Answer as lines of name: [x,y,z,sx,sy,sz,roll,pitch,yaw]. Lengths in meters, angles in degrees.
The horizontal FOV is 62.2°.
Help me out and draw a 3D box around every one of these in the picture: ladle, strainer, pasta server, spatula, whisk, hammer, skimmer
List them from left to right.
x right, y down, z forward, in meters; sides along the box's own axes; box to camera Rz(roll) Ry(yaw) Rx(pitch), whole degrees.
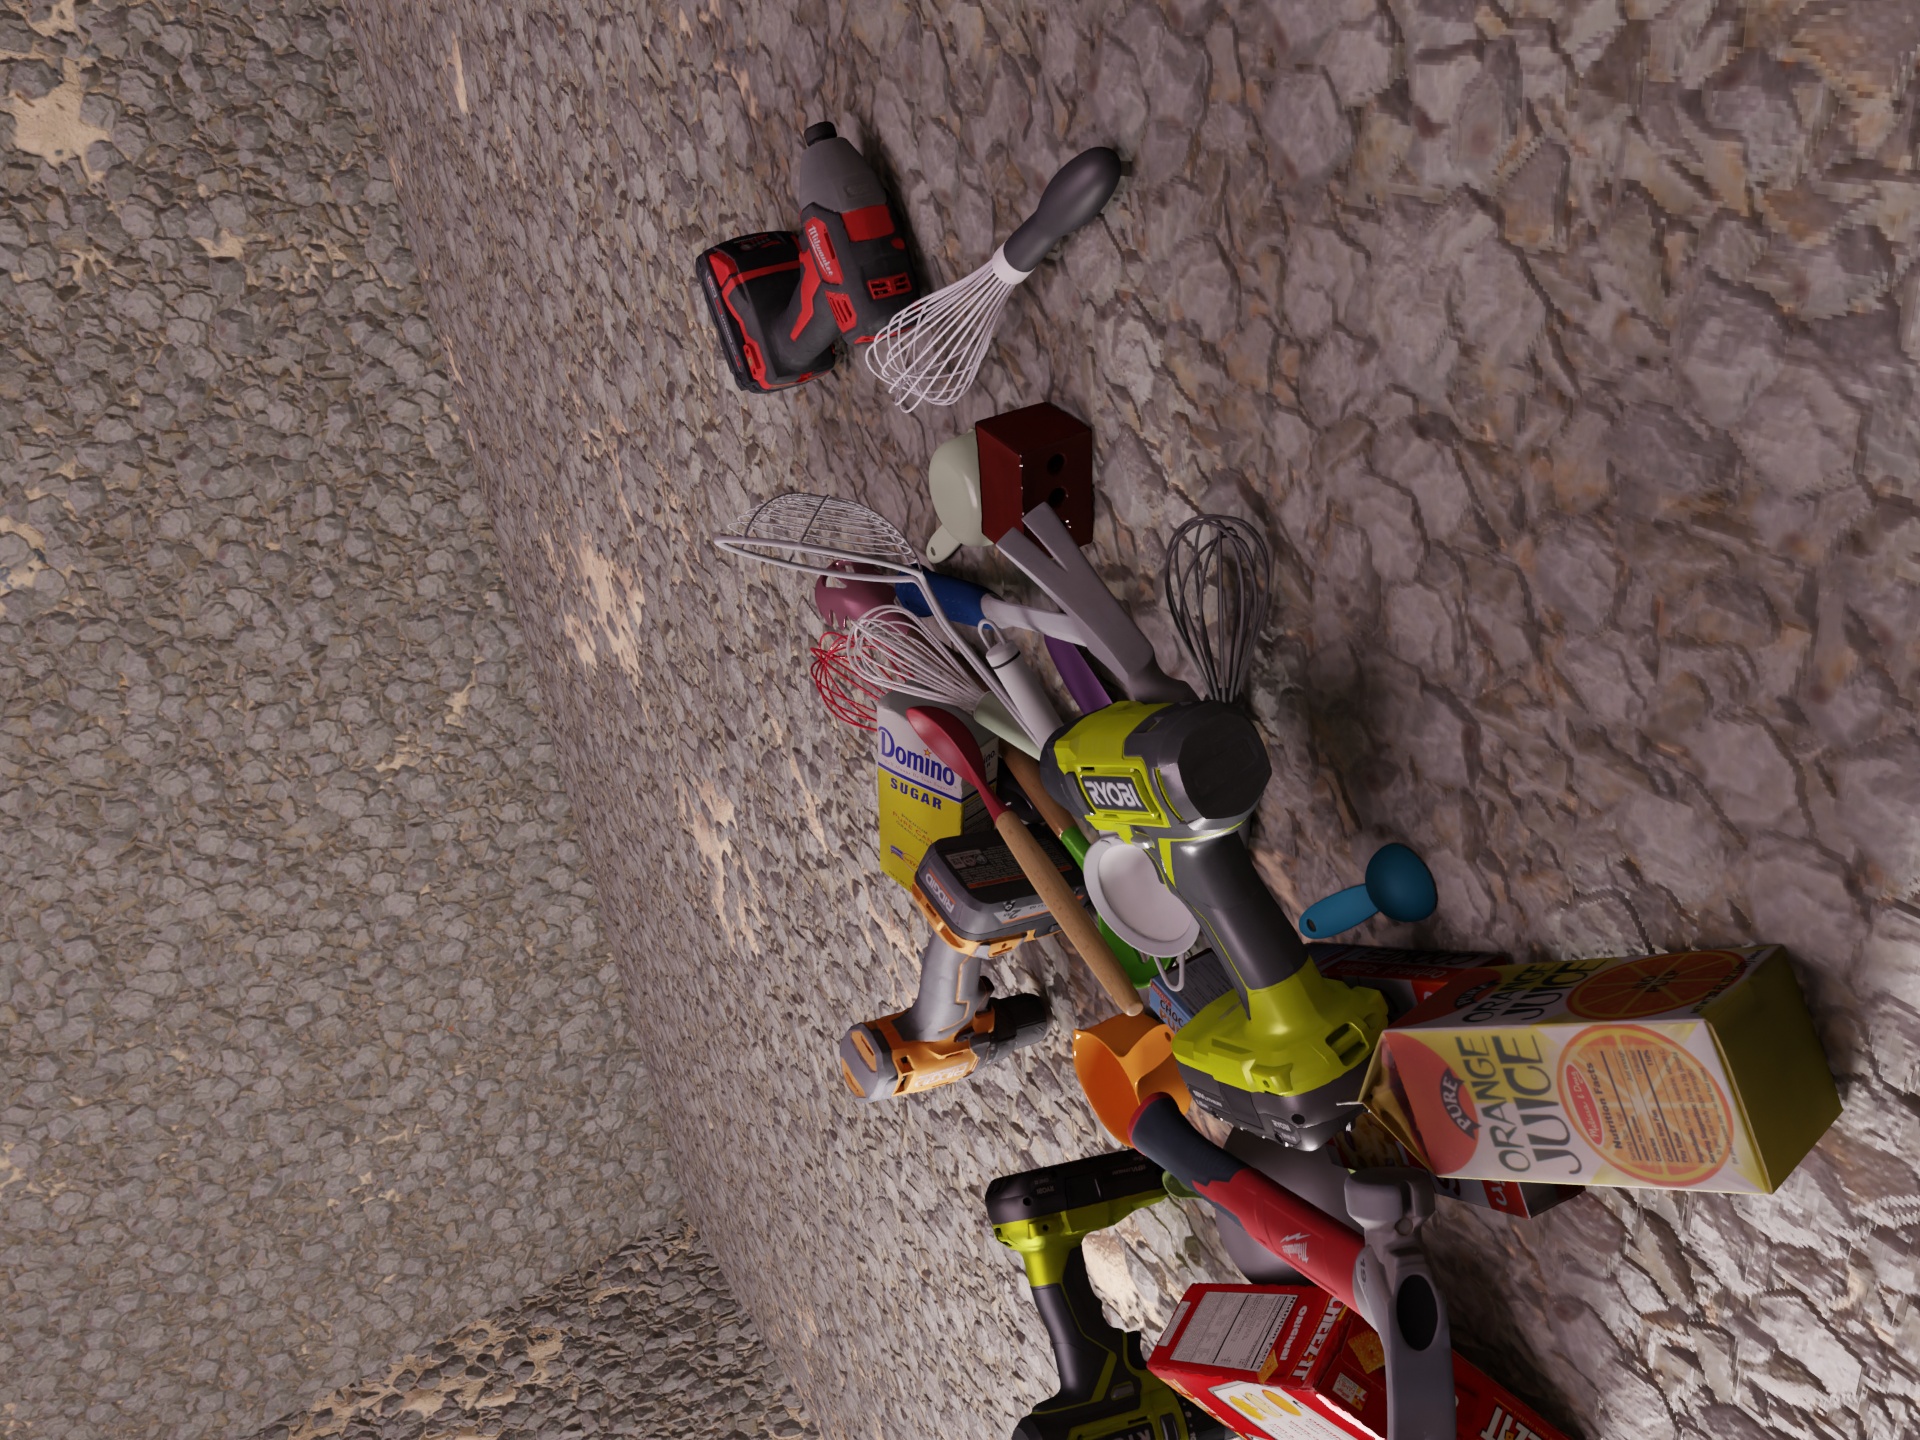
whisk: [-0.027,0.004,1.245,0.296,0.073,0.073,35,141,42]
pasta server: [-0.016,-0.048,1.185,0.316,0.060,0.040,38,170,40]
skimmer: [-0.002,-0.003,0.996,0.363,0.090,0.127,50,173,-7]
whisk: [0.012,-0.014,1.097,0.246,0.059,0.057,32,174,30]
whisk: [0.016,-0.253,0.929,0.284,0.070,0.070,-29,83,62]
hammer: [0.023,-0.073,0.994,0.144,0.035,0.406,52,172,-17]
ladle: [0.037,0.076,0.979,0.069,0.031,0.316,56,179,-38]
strainer: [0.081,0.047,0.958,0.087,0.050,0.258,-15,112,50]
spatula: [0.132,0.061,0.989,0.316,0.018,0.059,58,165,25]
whisk: [0.142,-0.009,0.874,0.055,0.055,0.238,41,148,47]
strainer: [0.181,0.319,1.038,0.151,0.069,0.256,67,155,3]
hammer: [0.164,0.281,0.872,0.386,0.038,0.143,163,103,-79]

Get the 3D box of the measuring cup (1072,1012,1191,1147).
measuring cup: [0.134,0.230,1.090,0.095,0.052,0.173,60,154,19]

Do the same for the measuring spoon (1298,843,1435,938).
measuring spoon: [0.208,0.101,0.851,0.042,0.021,0.128,64,155,11]

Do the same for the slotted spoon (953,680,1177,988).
slotted spoon: [0.065,0.059,1.118,0.070,0.031,0.314,-54,51,26]

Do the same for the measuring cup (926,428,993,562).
measuring cup: [-0.007,-0.139,1.092,0.083,0.038,0.167,65,155,7]

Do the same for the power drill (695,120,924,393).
power drill: [-0.107,-0.318,1.117,0.220,0.078,0.143,-6,105,63]

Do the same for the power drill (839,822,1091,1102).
power drill: [0.021,0.186,1.195,0.084,0.185,0.226,50,132,37]

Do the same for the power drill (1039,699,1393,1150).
power drill: [0.124,0.094,0.809,0.223,0.080,0.171,62,159,-10]

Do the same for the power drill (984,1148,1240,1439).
power drill: [0.118,0.439,1.174,0.080,0.190,0.229,133,128,-65]
